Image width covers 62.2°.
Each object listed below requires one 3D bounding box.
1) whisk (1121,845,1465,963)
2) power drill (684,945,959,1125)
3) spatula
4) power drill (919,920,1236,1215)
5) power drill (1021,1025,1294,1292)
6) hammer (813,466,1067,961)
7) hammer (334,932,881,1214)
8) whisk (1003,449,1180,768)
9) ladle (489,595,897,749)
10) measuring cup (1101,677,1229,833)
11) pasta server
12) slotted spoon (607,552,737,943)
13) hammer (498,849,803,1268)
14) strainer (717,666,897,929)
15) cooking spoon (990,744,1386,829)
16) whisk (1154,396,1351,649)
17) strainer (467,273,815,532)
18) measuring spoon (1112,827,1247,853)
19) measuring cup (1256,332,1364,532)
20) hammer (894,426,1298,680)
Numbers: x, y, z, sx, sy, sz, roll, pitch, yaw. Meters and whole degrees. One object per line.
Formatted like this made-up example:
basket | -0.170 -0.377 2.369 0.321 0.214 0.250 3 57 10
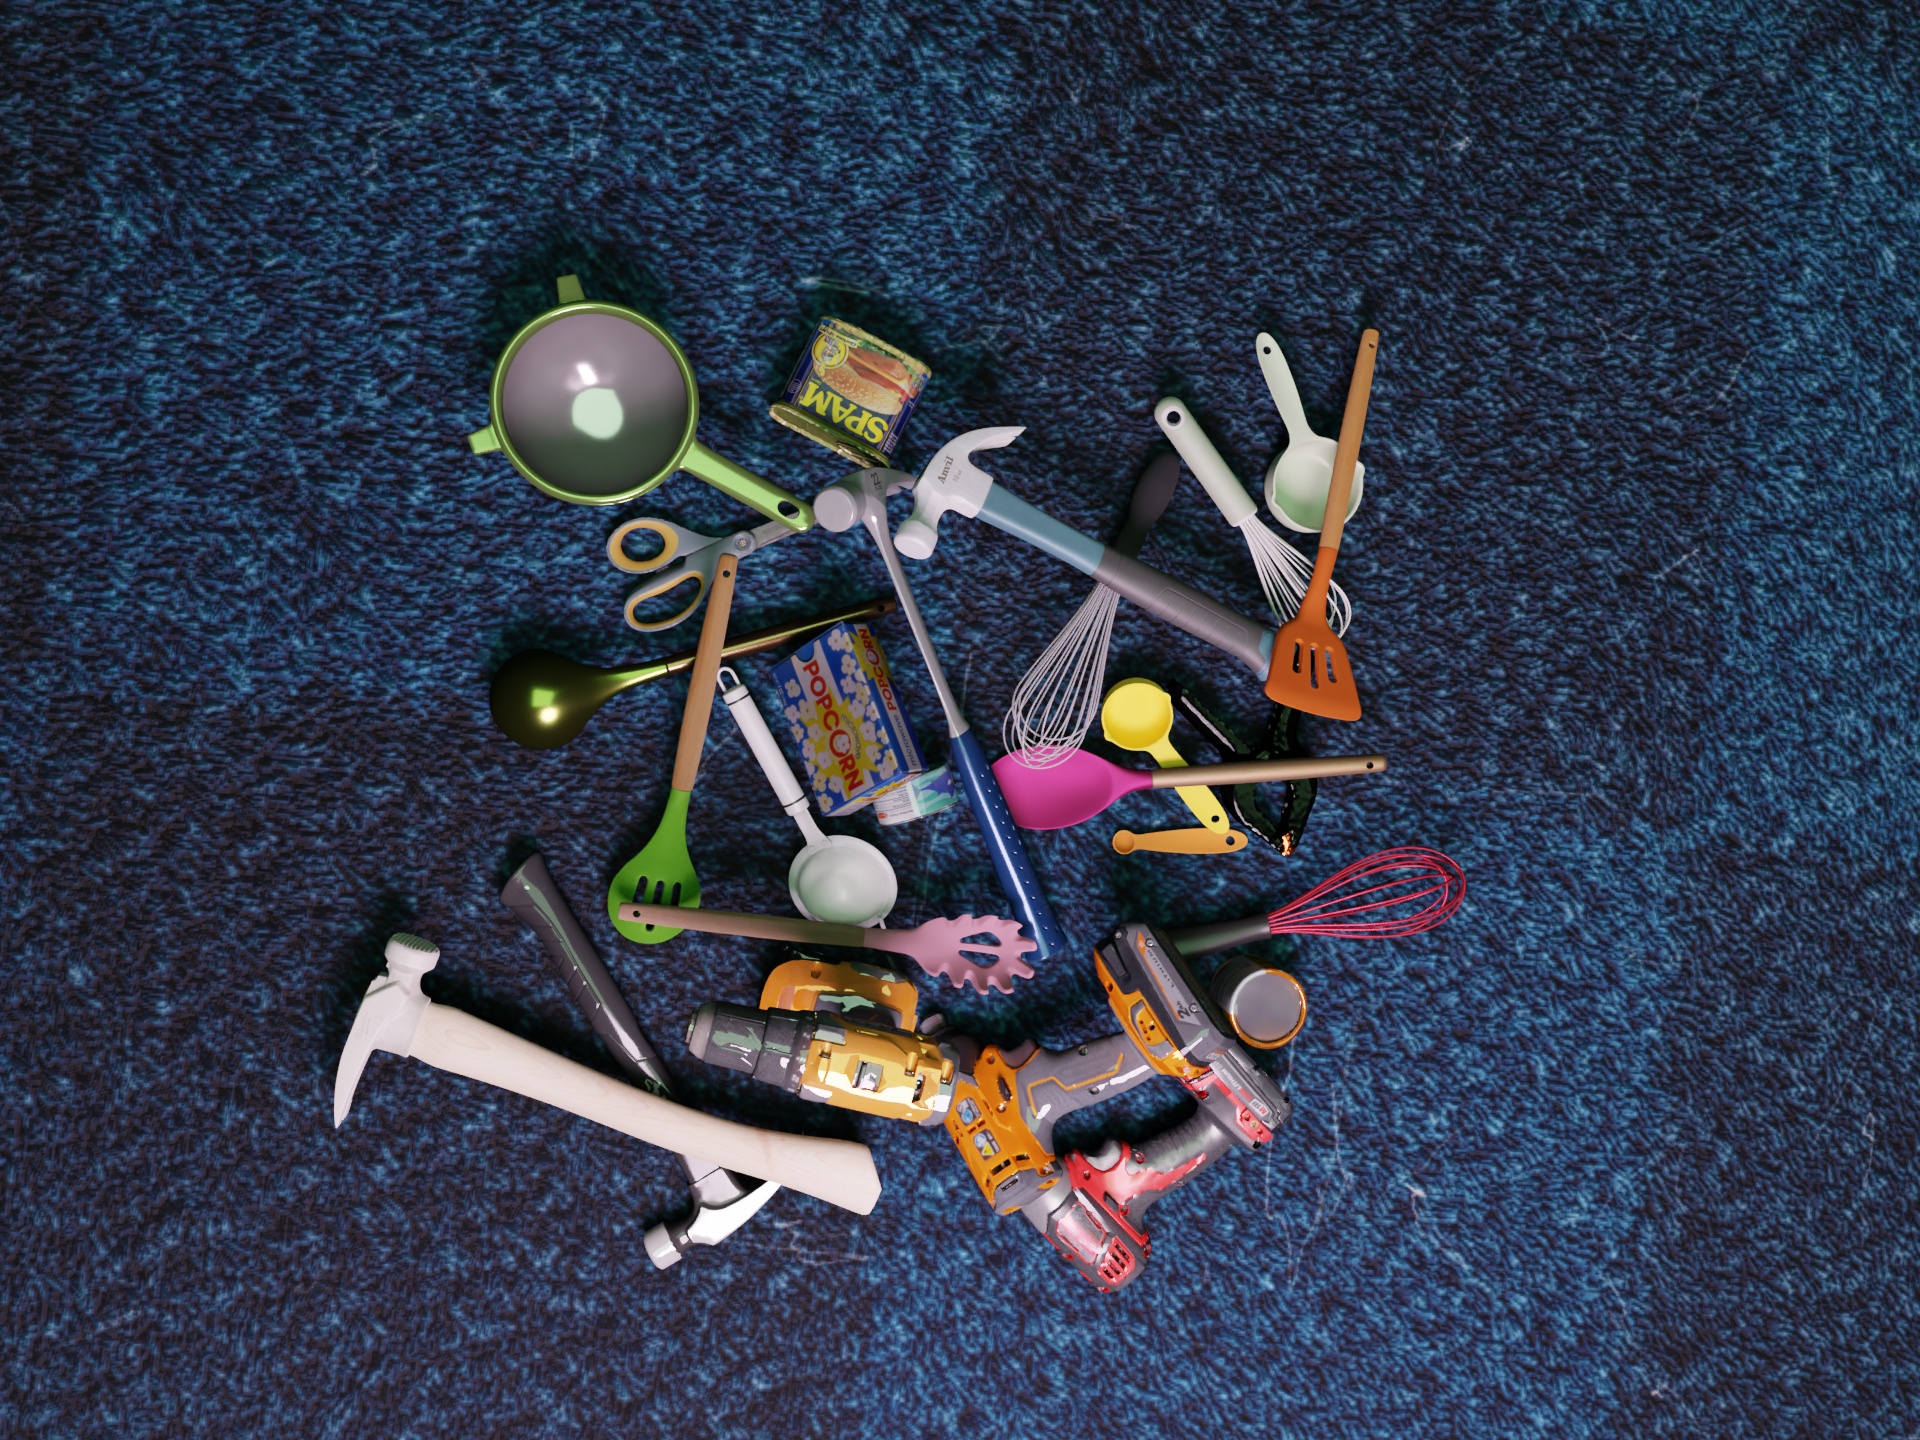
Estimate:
whisk | 0.269 0.162 1.299 0.296 0.073 0.073 -13 95 -1
power drill | -0.106 0.224 1.156 0.185 0.226 0.084 14 90 -9
spatula | 0.298 -0.159 1.249 0.081 0.041 0.323 14 81 -11
power drill | 0.078 0.252 1.230 0.226 0.084 0.164 -38 66 9
power drill | 0.146 0.338 1.280 0.219 0.078 0.143 -44 97 -2
hammer | -0.002 -0.004 1.228 0.035 0.144 0.405 -16 104 23
hammer | -0.258 0.300 1.200 0.410 0.038 0.146 22 91 -8
whisk | 0.109 -0.091 1.258 0.070 0.070 0.285 27 79 -9
ladle | -0.203 -0.050 1.230 0.320 0.062 0.078 -17 100 -15
measuring cup | 0.171 0.030 1.294 0.062 0.029 0.156 -35 107 12
pasta server | -0.100 0.163 1.209 0.316 0.040 0.060 8 89 -9
slotted spoon | -0.209 0.026 1.207 0.070 0.031 0.313 11 100 -16
hammer | -0.252 0.249 1.233 0.146 0.035 0.334 -30 96 -6
strainer | -0.125 0.074 1.230 0.087 0.050 0.258 -25 100 15
cooking spoon | 0.179 0.045 1.272 0.319 0.017 0.069 -4 96 4
whisk | 0.233 -0.158 1.279 0.058 0.059 0.246 -35 98 15
strainer | -0.226 -0.208 1.200 0.256 0.069 0.151 28 86 -10
measuring spoon | 0.180 0.100 1.307 0.117 0.011 0.021 0 82 -12
measuring cup | 0.268 -0.232 1.292 0.083 0.038 0.167 -22 93 -7
hammer | 0.115 -0.115 1.213 0.331 0.033 0.128 26 68 -15
